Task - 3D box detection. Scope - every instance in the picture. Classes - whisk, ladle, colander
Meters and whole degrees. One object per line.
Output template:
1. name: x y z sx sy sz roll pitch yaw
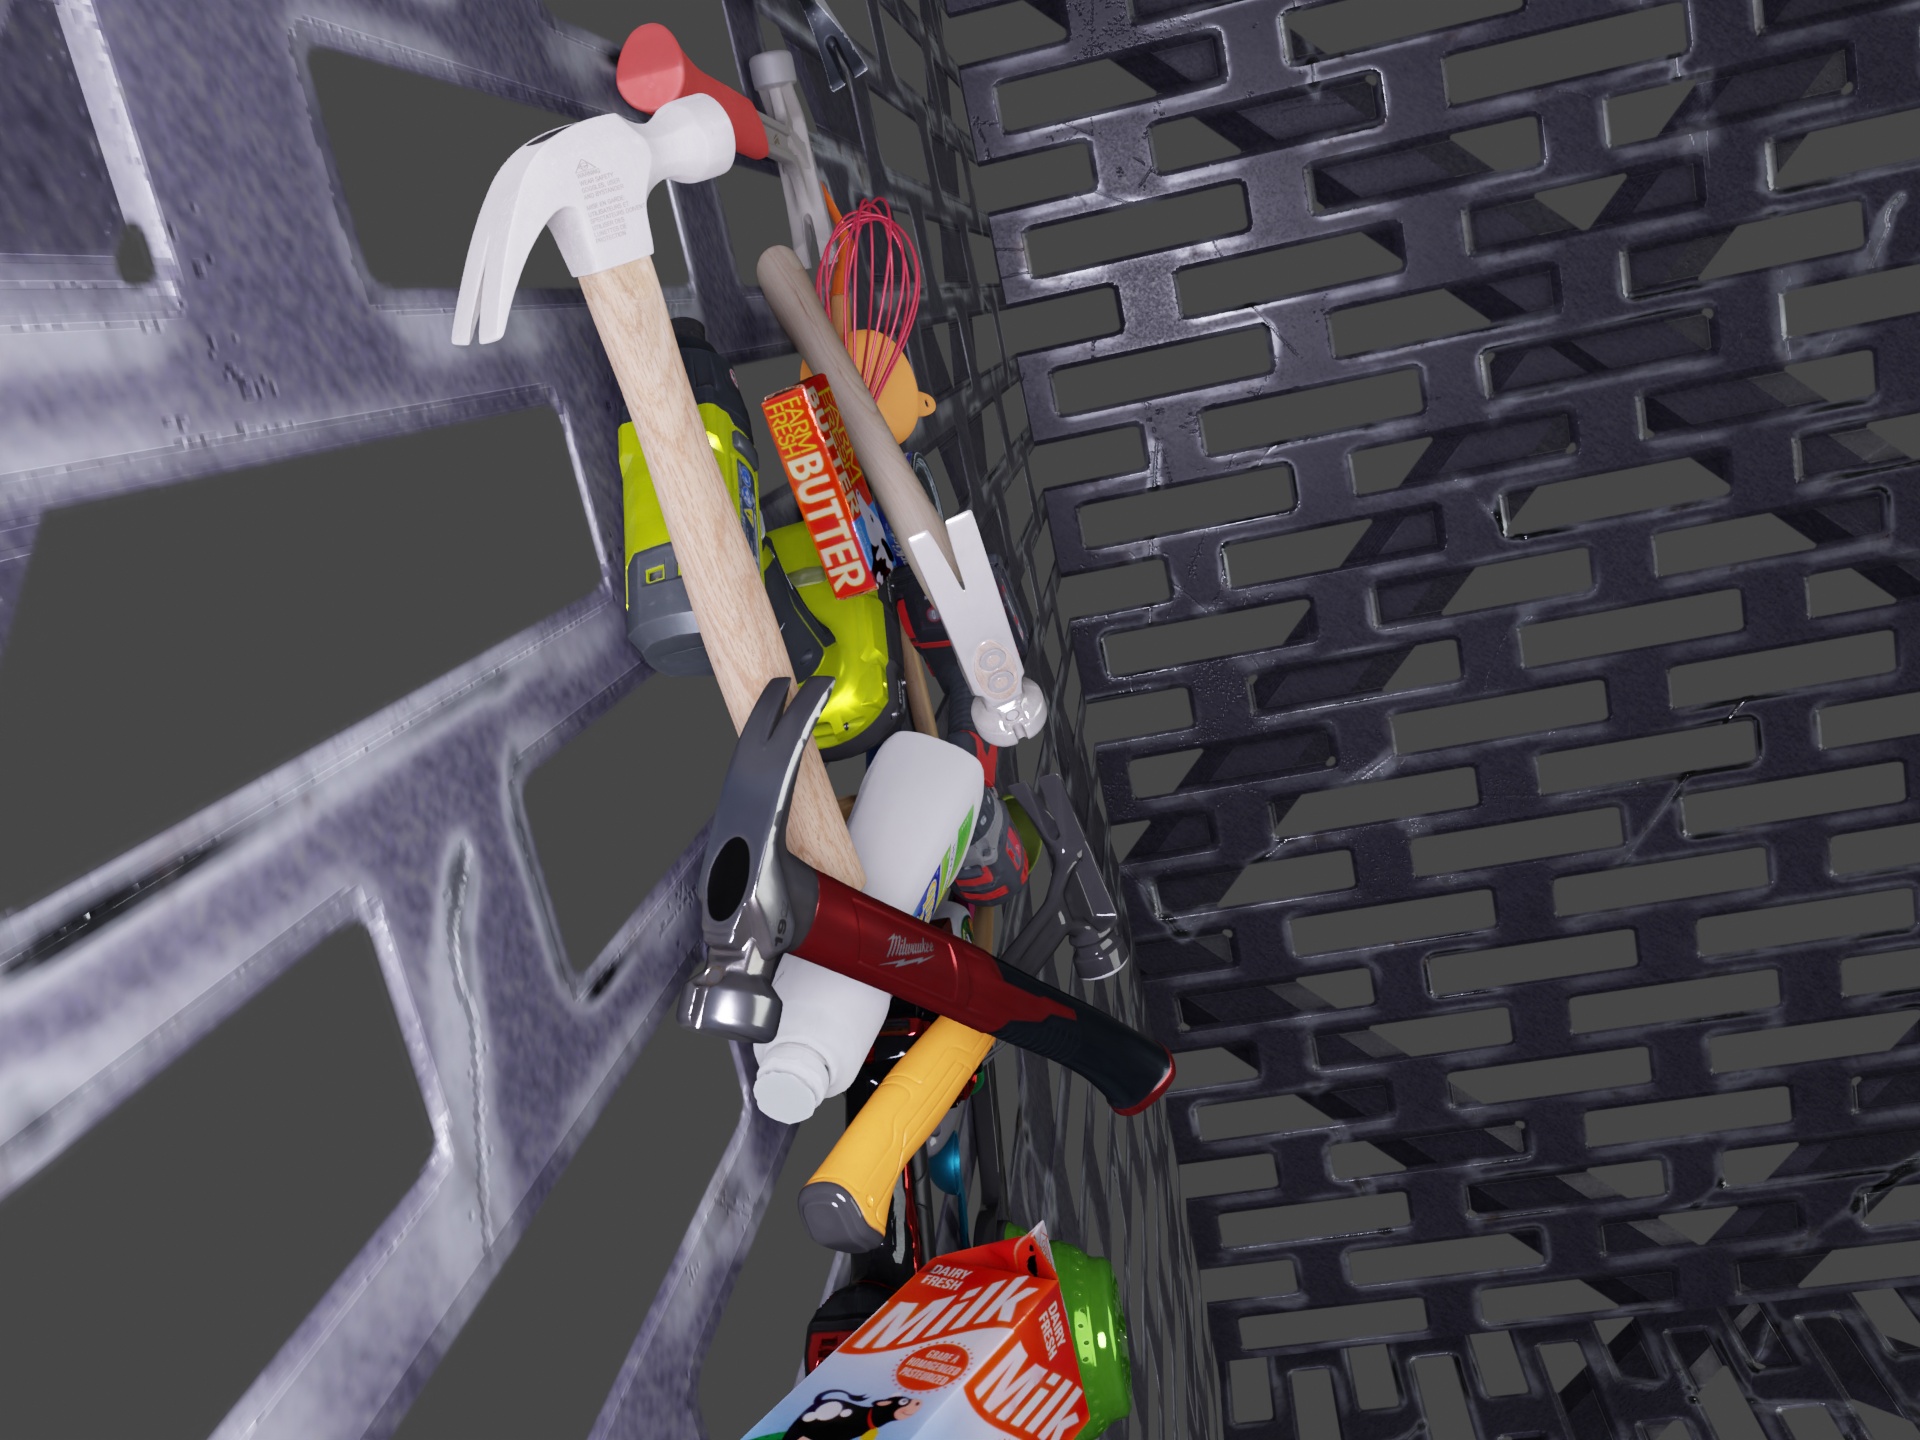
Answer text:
1. whisk: -0.003 0.245 1.122 0.239 0.055 0.055 -48 127 -73
2. ladle: 0.029 0.156 1.232 0.320 0.062 0.078 -82 154 -63
3. colander: 0.065 0.382 1.198 0.204 0.094 0.397 69 13 -60
4. whisk: -0.069 -0.206 1.054 0.073 0.073 0.296 40 54 -76

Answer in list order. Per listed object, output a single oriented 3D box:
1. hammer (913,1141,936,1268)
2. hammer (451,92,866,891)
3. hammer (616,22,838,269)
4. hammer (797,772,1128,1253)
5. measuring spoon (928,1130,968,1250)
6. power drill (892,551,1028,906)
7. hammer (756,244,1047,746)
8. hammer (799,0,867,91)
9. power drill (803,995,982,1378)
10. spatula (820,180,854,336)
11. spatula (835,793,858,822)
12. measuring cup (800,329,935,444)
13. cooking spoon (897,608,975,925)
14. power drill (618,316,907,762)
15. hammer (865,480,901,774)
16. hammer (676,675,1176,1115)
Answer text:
1. hammer: -0.024 0.308 0.946 0.146 0.035 0.335 37 43 -76
2. hammer: -0.101 -0.068 0.636 0.130 0.031 0.331 -34 117 -38
3. hammer: -0.137 -0.361 0.986 0.359 0.037 0.149 -67 146 -74
4. hammer: 0.006 0.146 0.813 0.337 0.034 0.127 -43 114 -58
5. measuring spoon: -0.008 0.329 1.095 0.042 0.021 0.128 -88 174 -49
6. power drill: -0.002 -0.003 1.085 0.187 0.080 0.227 62 23 -59
7. hammer: -0.054 -0.168 0.897 0.146 0.038 0.411 67 -3 -48
8. hammer: -0.145 -0.479 0.996 0.149 0.036 0.409 59 17 -11
9. power drill: -0.033 0.254 0.831 0.143 0.078 0.220 63 22 -57
10. spatula: -0.099 -0.293 1.195 0.081 0.041 0.323 54 31 -68
11. spatula: -0.077 0.063 0.863 0.317 0.044 0.082 -19 123 -83
12. measuring cup: -0.047 -0.240 1.168 0.173 0.052 0.095 -17 94 -58
13. cooking spoon: -0.017 0.058 1.315 0.069 0.017 0.318 -82 160 -73
14. power drill: -0.099 -0.081 0.793 0.223 0.080 0.171 51 30 -65
15. hammer: -0.053 -0.035 1.141 0.143 0.035 0.406 68 15 -51
16. hammer: 0.013 0.112 0.745 0.385 0.038 0.143 35 60 -52
